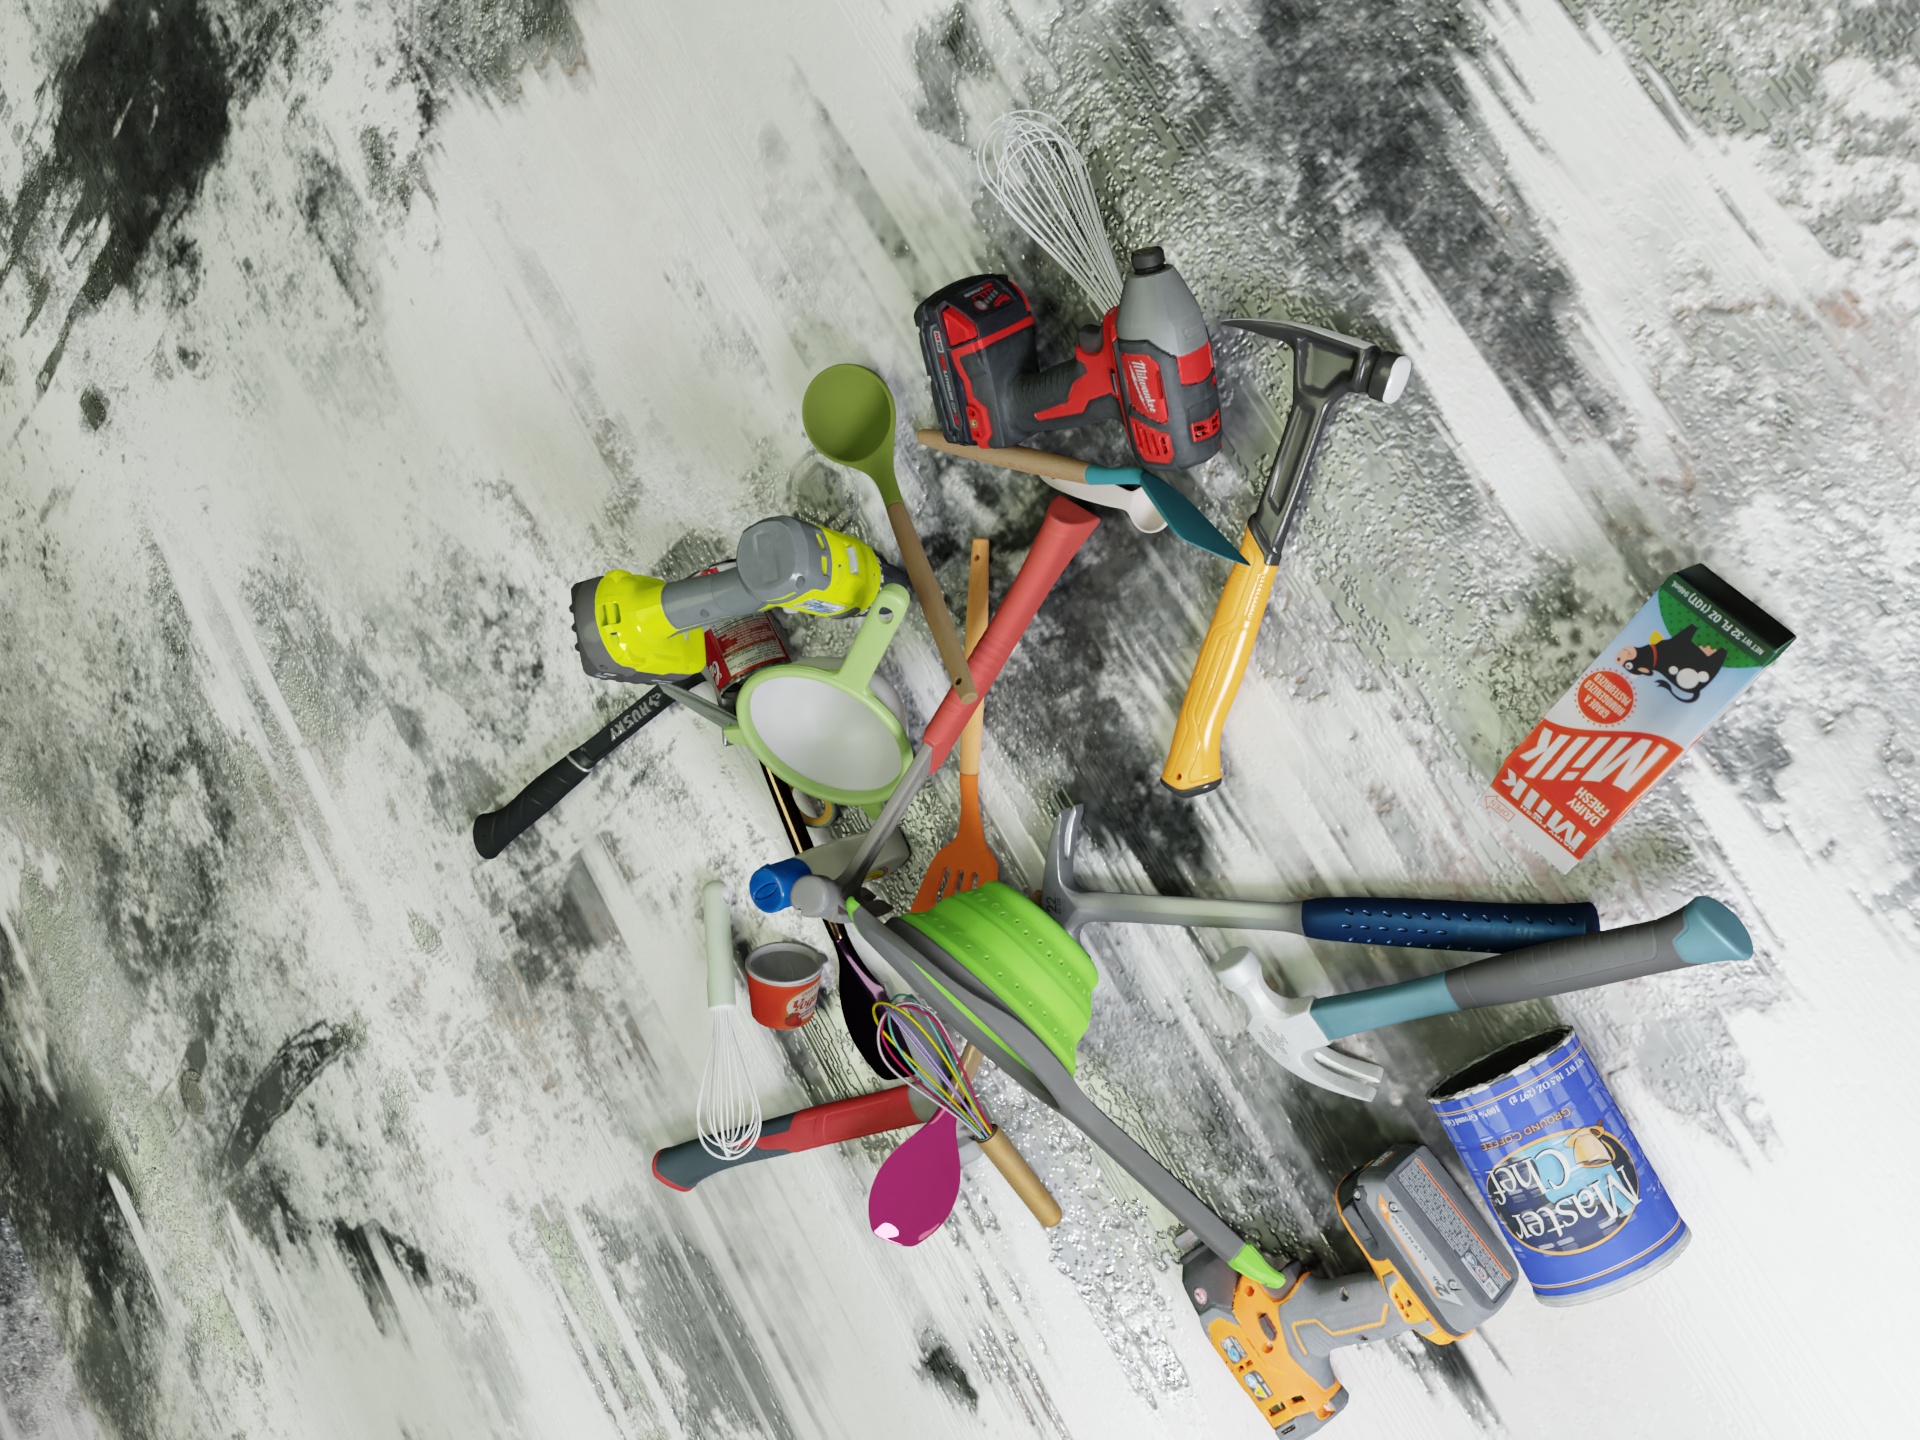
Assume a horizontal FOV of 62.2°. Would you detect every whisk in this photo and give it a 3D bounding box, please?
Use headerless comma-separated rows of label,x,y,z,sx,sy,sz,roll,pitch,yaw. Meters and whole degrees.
whisk,0.007,0.308,1.250,0.047,0.051,0.244,-28,109,23
whisk,0.099,-0.307,1.118,0.070,0.070,0.285,-34,83,35
whisk,-0.212,0.263,1.413,0.059,0.057,0.246,-9,73,9

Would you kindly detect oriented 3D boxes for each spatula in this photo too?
spatula,0.071,-0.170,1.138,0.318,0.082,0.044,23,97,44
spatula,-0.114,0.162,1.354,0.060,0.018,0.316,-18,95,37
spatula,0.004,0.019,1.249,0.081,0.041,0.322,8,102,27

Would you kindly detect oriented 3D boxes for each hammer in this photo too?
hammer,-0.150,0.351,1.412,0.386,0.038,0.143,-23,92,37
hammer,-0.002,-0.004,1.194,0.037,0.149,0.359,34,96,18
hammer,0.194,-0.104,1.097,0.127,0.034,0.336,26,112,28
hammer,0.231,0.132,1.112,0.405,0.035,0.144,-1,98,35
hammer,0.327,0.168,1.012,0.331,0.033,0.128,-24,107,40
hammer,-0.346,0.035,1.506,0.409,0.036,0.149,-34,79,35

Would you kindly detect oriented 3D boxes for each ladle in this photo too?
ladle,-0.049,-0.143,1.186,0.078,0.062,0.320,-37,54,24

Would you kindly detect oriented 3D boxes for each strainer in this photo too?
strainer,-0.081,-0.035,1.234,0.151,0.069,0.256,28,138,-2

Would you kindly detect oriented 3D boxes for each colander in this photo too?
colander,0.093,0.235,1.135,0.397,0.204,0.094,40,77,14

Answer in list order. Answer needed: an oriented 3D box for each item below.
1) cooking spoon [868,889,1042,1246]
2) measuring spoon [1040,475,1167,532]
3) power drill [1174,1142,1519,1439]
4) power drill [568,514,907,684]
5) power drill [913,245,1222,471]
cooking spoon,0.005,0.279,1.269,0.068,0.017,0.319,22,100,-6
measuring spoon,0.107,-0.168,1.163,0.124,0.018,0.034,27,113,36
power drill,0.255,0.390,1.116,0.164,0.084,0.226,53,126,18
power drill,-0.167,-0.092,1.237,0.228,0.190,0.080,-14,81,24
power drill,0.076,-0.249,1.085,0.220,0.078,0.143,14,128,43
